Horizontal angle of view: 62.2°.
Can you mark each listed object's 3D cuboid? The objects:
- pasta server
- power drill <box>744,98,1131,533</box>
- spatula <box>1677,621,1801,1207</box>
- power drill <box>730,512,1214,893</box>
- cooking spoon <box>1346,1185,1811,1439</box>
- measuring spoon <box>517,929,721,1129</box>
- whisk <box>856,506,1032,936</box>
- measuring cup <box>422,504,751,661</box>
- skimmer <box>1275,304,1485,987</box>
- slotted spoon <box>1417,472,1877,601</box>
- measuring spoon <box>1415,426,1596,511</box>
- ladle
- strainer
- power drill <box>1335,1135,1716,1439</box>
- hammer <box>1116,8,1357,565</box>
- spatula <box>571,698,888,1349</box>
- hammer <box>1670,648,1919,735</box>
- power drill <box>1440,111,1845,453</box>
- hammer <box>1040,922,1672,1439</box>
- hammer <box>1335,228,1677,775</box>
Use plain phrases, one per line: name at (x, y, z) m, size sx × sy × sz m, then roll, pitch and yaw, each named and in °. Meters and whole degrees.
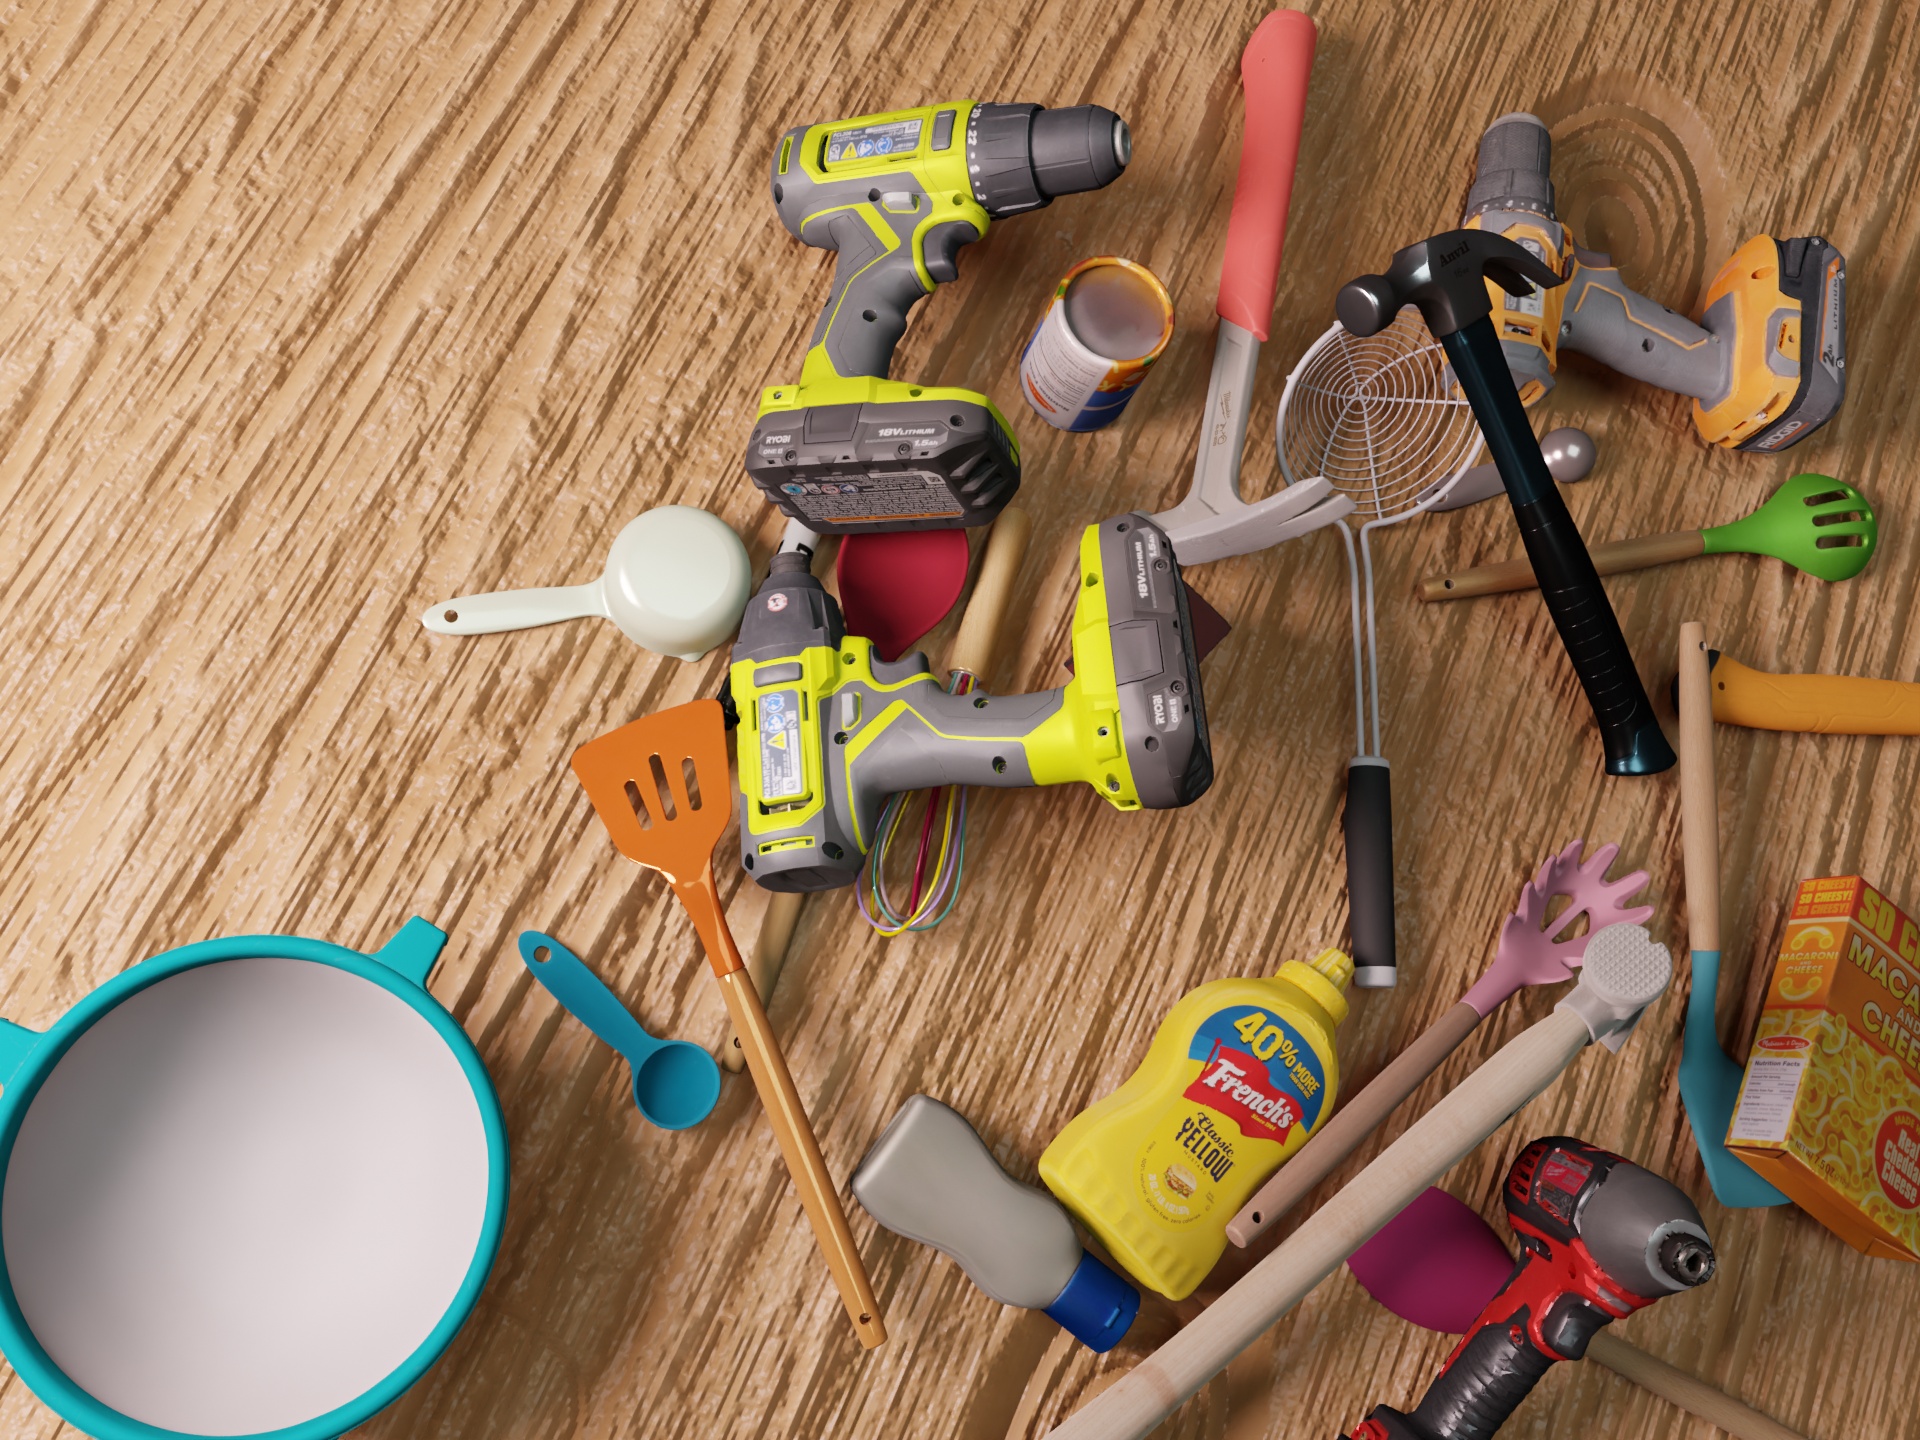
pasta server at (0.249, 0.164, 0.820) m, size 0.316 × 0.040 × 0.060 m, roll -34°, pitch 70°, yaw -26°
power drill at (-0.015, -0.217, 0.815) m, size 0.190 × 0.080 × 0.229 m, roll 0°, pitch 70°, yaw 22°
spatula at (0.421, 0.101, 0.879) m, size 0.082 × 0.044 × 0.317 m, roll 3°, pitch 83°, yaw -26°
power drill at (-0.001, -0.018, 0.763) m, size 0.223 × 0.080 × 0.171 m, roll -10°, pitch 69°, yaw 13°
cooking spoon at (0.342, 0.332, 0.834) m, size 0.319 × 0.017 × 0.069 m, roll 28°, pitch 74°, yaw -3°
measuring spoon at (-0.168, 0.149, 0.778) m, size 0.129 × 0.021 × 0.042 m, roll 42°, pitch 78°, yaw 10°
whisk at (0.000, -0.003, 0.830) m, size 0.051 × 0.047 × 0.245 m, roll 19°, pitch 71°, yaw -5°
measuring cup at (-0.188, -0.067, 0.807) m, size 0.167 × 0.038 × 0.083 m, roll -10°, pitch 80°, yaw -15°
skimmer at (0.232, -0.041, 0.859) m, size 0.127 × 0.090 × 0.363 m, roll 5°, pitch 77°, yaw -14°
slotted spoon at (0.415, -0.100, 0.944) m, size 0.313 × 0.031 × 0.070 m, roll -10°, pitch 80°, yaw -12°
measuring spoon at (0.325, -0.147, 0.940) m, size 0.124 × 0.018 × 0.034 m, roll -19°, pitch 82°, yaw -14°
ladle at (-0.066, 0.027, 0.818) m, size 0.069 × 0.031 × 0.315 m, roll 17°, pitch 76°, yaw 4°
strainer at (-0.285, 0.263, 0.686) m, size 0.211 × 0.095 × 0.340 m, roll -13°, pitch 82°, yaw -11°
power drill at (0.269, 0.305, 0.749) m, size 0.078 × 0.143 × 0.220 m, roll 33°, pitch 84°, yaw -2°
hammer at (0.169, -0.254, 0.886) m, size 0.036 × 0.149 × 0.359 m, roll 29°, pitch 64°, yaw -36°
spatula at (-0.100, 0.144, 0.769) m, size 0.081 × 0.041 × 0.323 m, roll -22°, pitch 84°, yaw -4°
hammer at (0.583, 0.002, 0.950) m, size 0.336 × 0.034 × 0.127 m, roll 4°, pitch 76°, yaw -10°
power drill at (0.403, -0.263, 0.953) m, size 0.226 × 0.084 × 0.185 m, roll 10°, pitch 74°, yaw -4°
hammer at (0.180, 0.256, 0.779) m, size 0.410 × 0.146 × 0.038 m, roll -39°, pitch 63°, yaw -5°
hammer at (0.317, -0.110, 0.869) m, size 0.128 × 0.033 × 0.331 m, roll -34°, pitch 105°, yaw -23°
